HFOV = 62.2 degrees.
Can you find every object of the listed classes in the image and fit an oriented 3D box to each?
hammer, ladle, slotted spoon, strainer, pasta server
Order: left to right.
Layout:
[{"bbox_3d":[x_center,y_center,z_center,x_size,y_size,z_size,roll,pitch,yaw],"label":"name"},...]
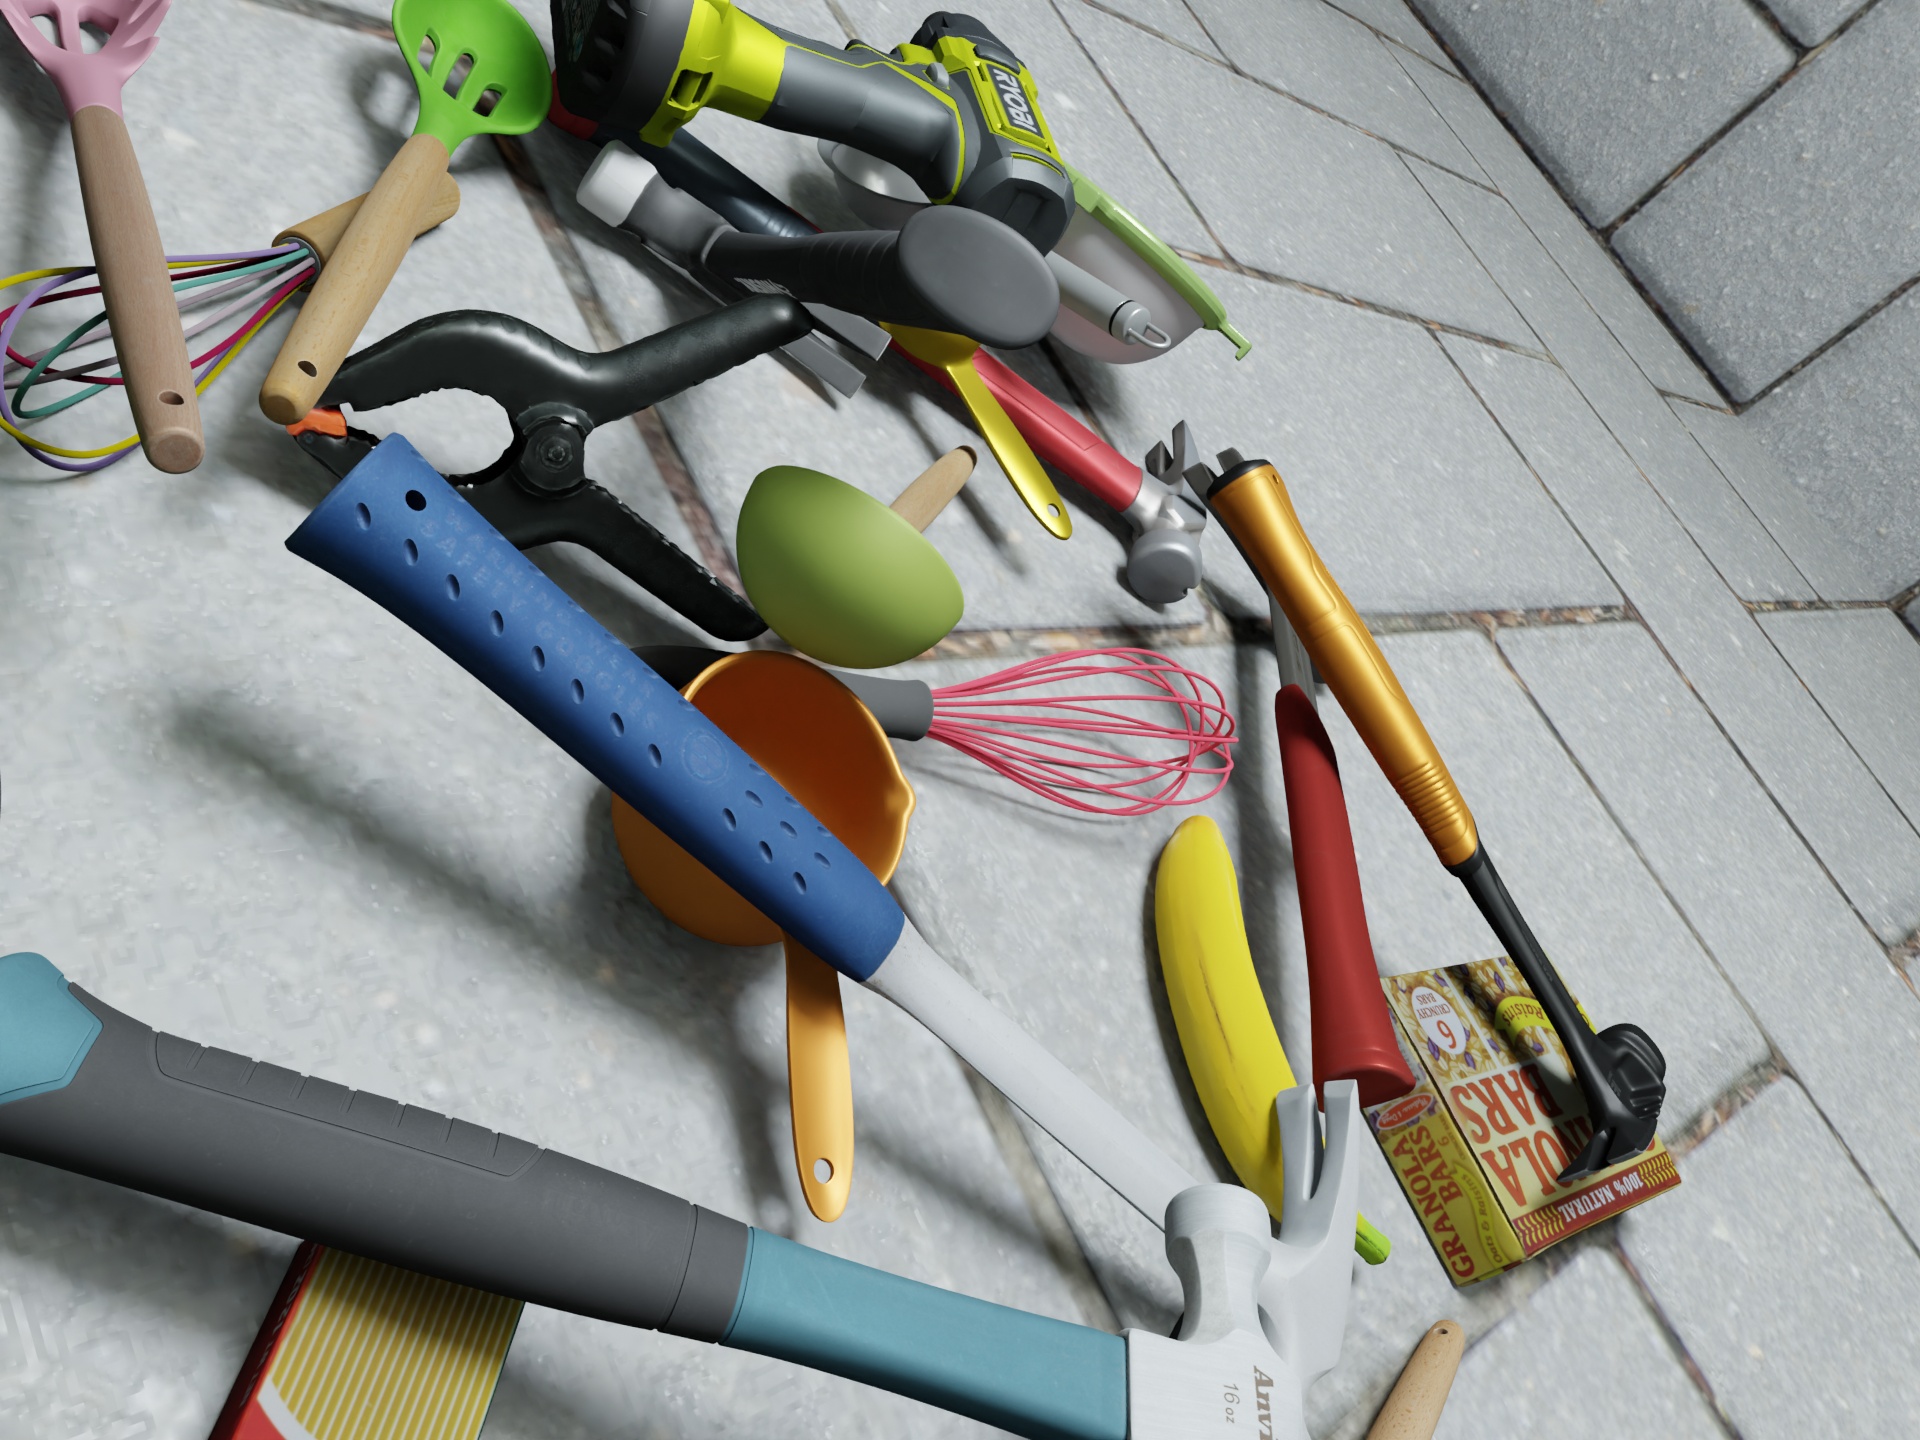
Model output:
[{"bbox_3d":[-0.250,-0.170,0.466,0.060,0.040,0.317,-3,42,-33],"label":"pasta server"},{"bbox_3d":[-0.196,-0.191,0.560,0.070,0.031,0.314,36,31,-29],"label":"slotted spoon"},{"bbox_3d":[-0.065,0.124,0.364,0.331,0.033,0.128,23,38,-15],"label":"hammer"},{"bbox_3d":[-0.046,-0.159,0.576,0.146,0.035,0.335,32,2,-27],"label":"hammer"},{"bbox_3d":[-0.029,-0.207,0.795,0.386,0.038,0.143,33,36,-20],"label":"hammer"},{"bbox_3d":[-0.014,0.069,0.467,0.405,0.035,0.144,44,49,-20],"label":"hammer"},{"bbox_3d":[-0.016,-0.087,0.617,0.078,0.062,0.320,33,20,-2],"label":"ladle"},{"bbox_3d":[0.009,-0.241,0.791,0.087,0.050,0.259,-21,49,-38],"label":"strainer"},{"bbox_3d":[0.045,-0.269,0.903,0.151,0.069,0.257,31,13,-39],"label":"strainer"},{"bbox_3d":[0.155,0.020,0.718,0.149,0.036,0.359,51,27,-29],"label":"hammer"},{"bbox_3d":[0.202,0.033,0.696,0.337,0.034,0.127,60,28,8],"label":"hammer"}]

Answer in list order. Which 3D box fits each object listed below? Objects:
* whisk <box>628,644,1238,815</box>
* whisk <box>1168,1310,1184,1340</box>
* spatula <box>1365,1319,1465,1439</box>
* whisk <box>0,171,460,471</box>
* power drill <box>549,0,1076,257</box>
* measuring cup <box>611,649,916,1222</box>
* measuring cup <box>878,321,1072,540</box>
[{"bbox_3d":[-0.001,-0.002,0.611,0.295,0.073,0.073,5,52,-36],"label":"whisk"},{"bbox_3d":[0.033,0.255,0.363,0.070,0.070,0.285,40,42,-10],"label":"whisk"},{"bbox_3d":[0.113,0.263,0.477,0.317,0.082,0.044,-13,96,-60],"label":"spatula"},{"bbox_3d":[-0.231,-0.148,0.521,0.047,0.051,0.245,35,33,-8],"label":"whisk"},{"bbox_3d":[-0.064,-0.300,0.720,0.223,0.080,0.171,11,47,-30],"label":"power drill"},{"bbox_3d":[-0.061,0.067,0.489,0.095,0.052,0.174,10,64,-40],"label":"measuring cup"},{"bbox_3d":[0.016,-0.155,0.736,0.062,0.029,0.156,-24,80,-40],"label":"measuring cup"}]
